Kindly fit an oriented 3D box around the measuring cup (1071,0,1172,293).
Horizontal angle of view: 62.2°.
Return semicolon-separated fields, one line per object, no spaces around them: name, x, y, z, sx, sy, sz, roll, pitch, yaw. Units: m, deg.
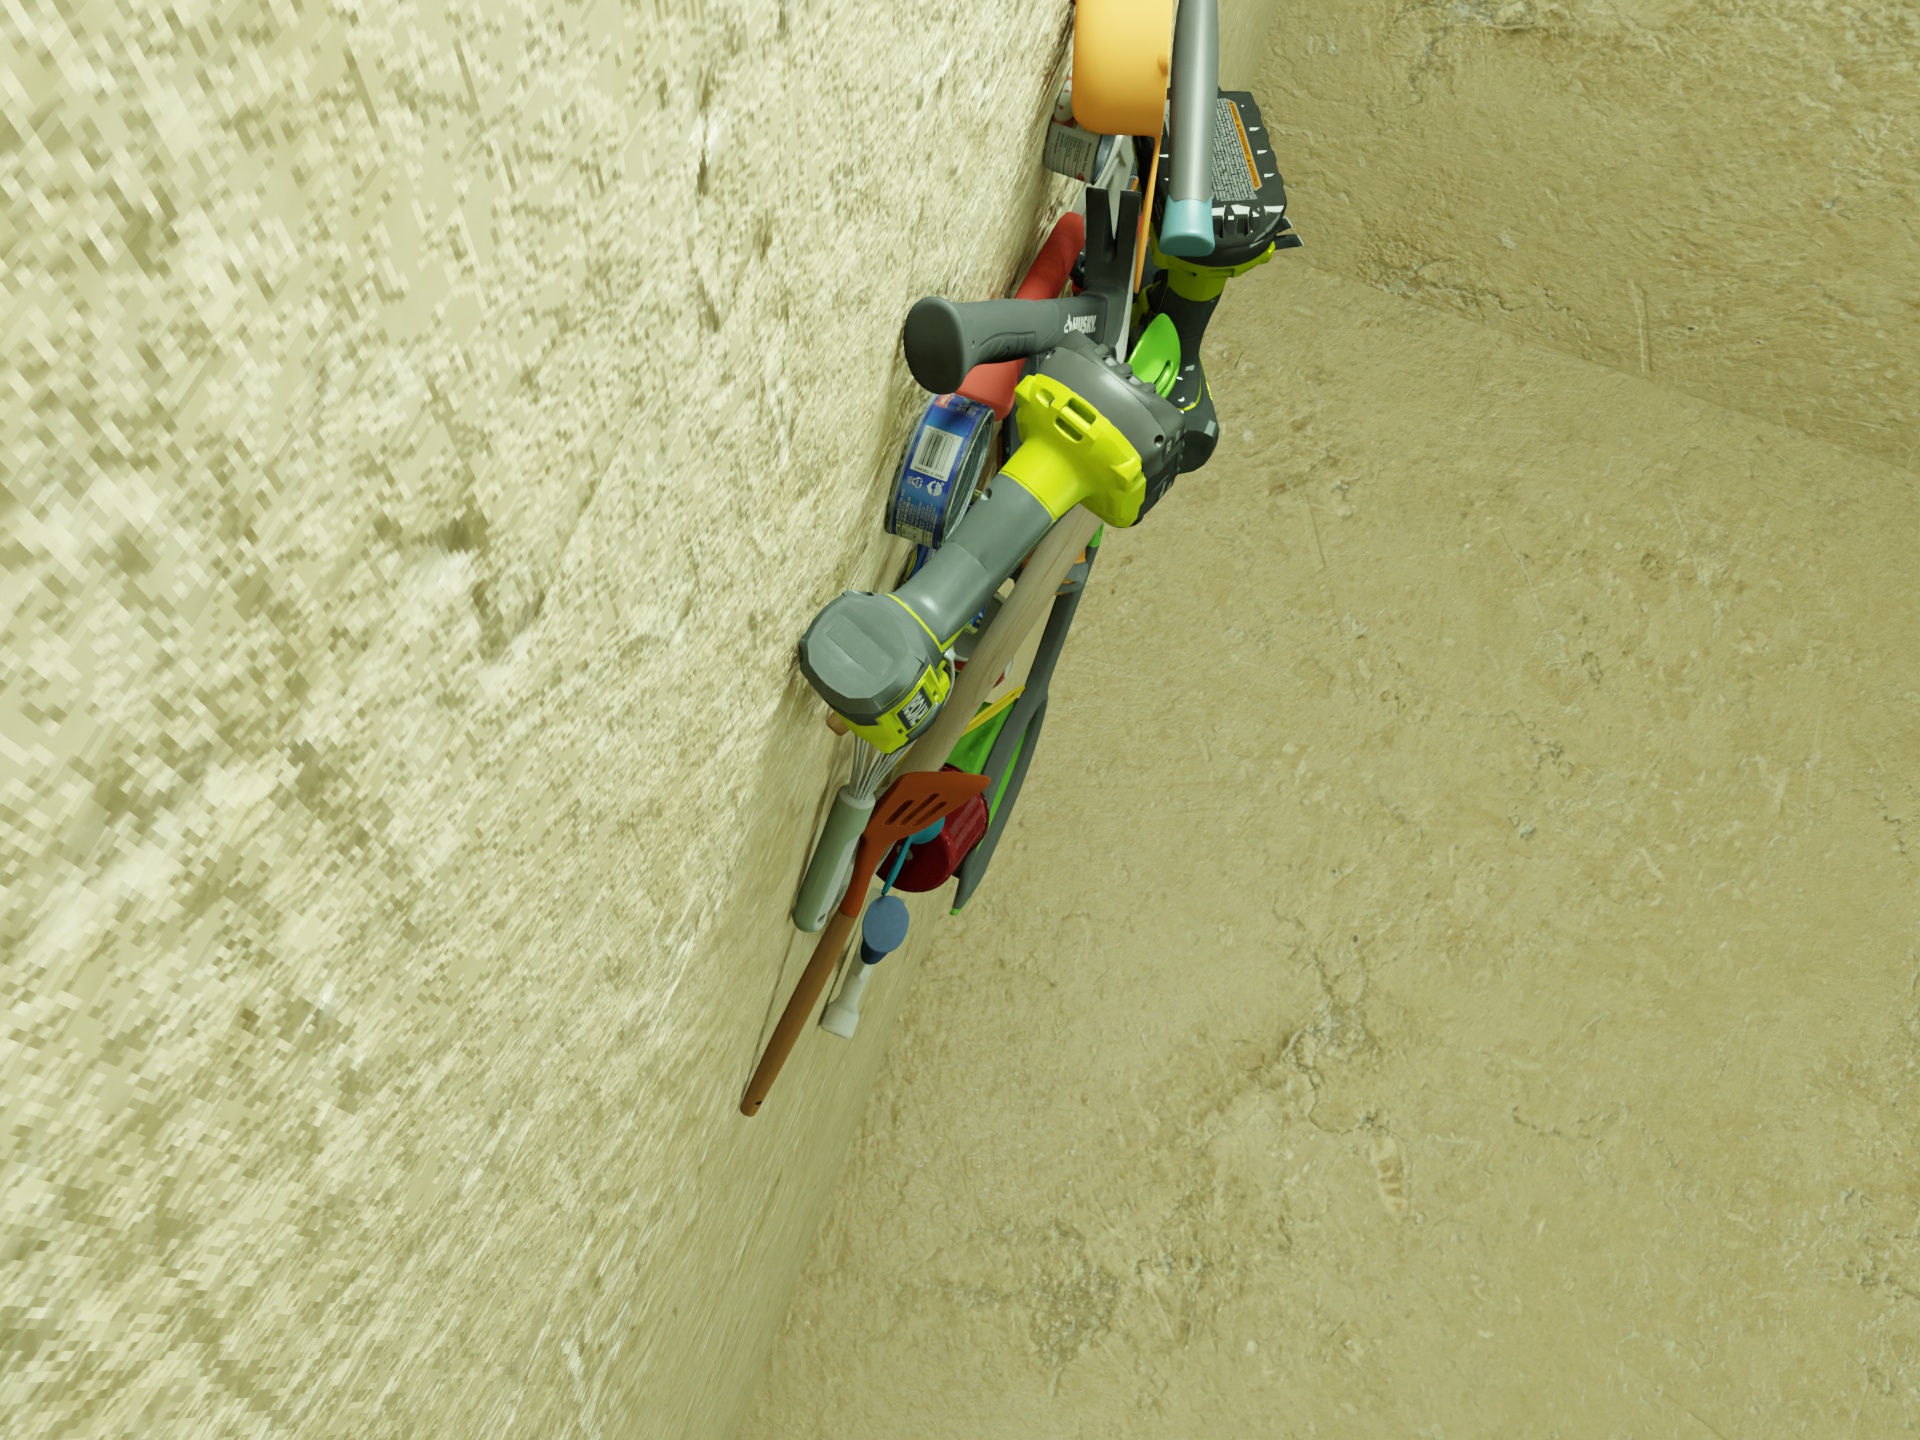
measuring cup;0.084;-0.324;0.876;0.095;0.052;0.173;-79;174;-61

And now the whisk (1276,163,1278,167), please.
whisk;0.208;-0.398;1.360;0.073;0.073;0.296;102;14;-63

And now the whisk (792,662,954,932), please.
whisk;-0.062;0.042;1.007;0.058;0.059;0.246;-40;157;-57

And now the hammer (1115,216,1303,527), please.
hammer;0.186;-0.293;1.325;0.149;0.036;0.409;-20;-148;38

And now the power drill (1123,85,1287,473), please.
power drill;0.142;-0.304;1.065;0.228;0.080;0.191;98;-14;-61

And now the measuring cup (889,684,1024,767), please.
measuring cup;-0.002;-0.004;1.291;0.156;0.029;0.062;-32;161;-44

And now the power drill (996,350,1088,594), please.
power drill;0.069;-0.206;1.161;0.226;0.084;0.185;85;6;-79

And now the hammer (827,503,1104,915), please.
hammer;0.007;-0.019;1.090;0.410;0.038;0.146;-58;-177;37

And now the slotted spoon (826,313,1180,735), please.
slotted spoon;0.030;-0.111;0.927;0.314;0.031;0.070;-49;164;-4

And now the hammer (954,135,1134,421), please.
hammer;0.063;-0.301;1.052;0.149;0.037;0.359;105;6;-48

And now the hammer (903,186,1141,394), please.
hammer;0.042;-0.221;0.870;0.335;0.035;0.146;-38;137;-65

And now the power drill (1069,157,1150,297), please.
power drill;0.131;-0.369;1.340;0.219;0.078;0.143;104;7;-76

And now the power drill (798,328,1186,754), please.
power drill;0.014;-0.081;0.833;0.223;0.080;0.171;-48;170;-4

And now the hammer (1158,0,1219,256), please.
hammer;0.135;-0.411;0.905;0.128;0.033;0.331;81;13;-75

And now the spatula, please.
spatula;-0.083;0.157;1.103;0.081;0.041;0.322;6;119;-44

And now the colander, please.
colander;0.027;-0.023;1.434;0.204;0.094;0.397;-46;156;-69

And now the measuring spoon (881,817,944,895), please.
measuring spoon;-0.034;0.101;1.212;0.042;0.021;0.129;-58;-177;30

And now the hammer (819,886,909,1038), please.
hammer;-0.075;0.191;1.361;0.405;0.035;0.144;115;-4;-75
